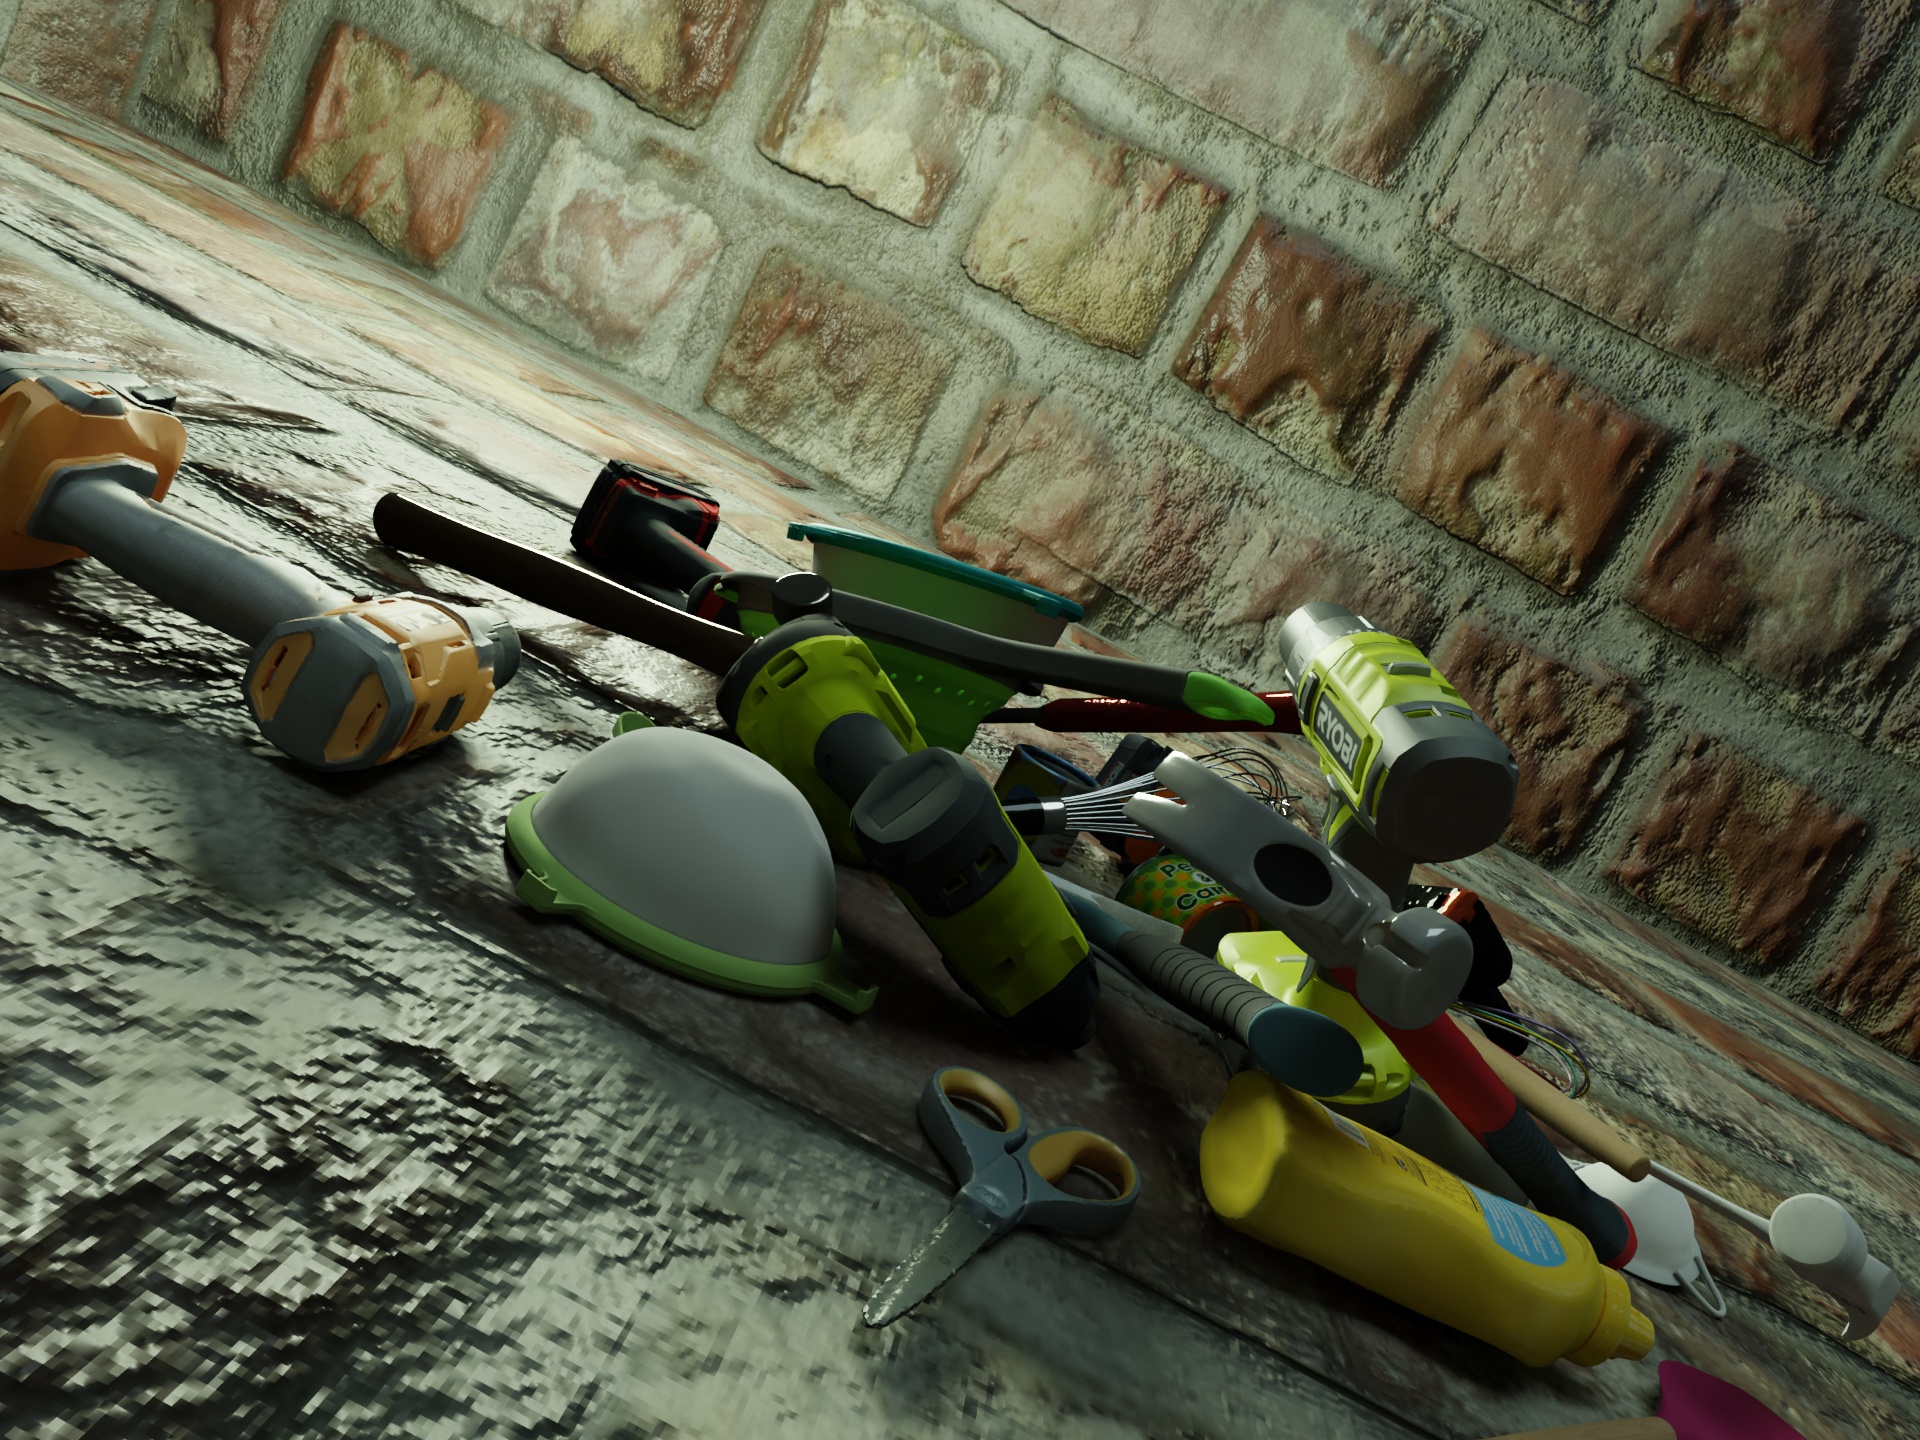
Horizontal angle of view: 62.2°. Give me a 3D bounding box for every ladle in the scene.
[{"bbox_3d":[0.242,0.139,0.836,0.078,0.062,0.320,32,3,-30],"label":"ladle"}]

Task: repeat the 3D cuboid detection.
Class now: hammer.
[{"bbox_3d":[0.089,-0.002,1.052,0.359,0.037,0.149,-1,-6,34],"label":"hammer"},{"bbox_3d":[-0.208,-0.067,0.908,0.331,0.130,0.031,21,44,24],"label":"hammer"},{"bbox_3d":[0.294,0.201,0.855,0.143,0.035,0.406,41,-9,-37],"label":"hammer"},{"bbox_3d":[0.090,0.113,0.756,0.128,0.033,0.331,25,-2,-16],"label":"hammer"},{"bbox_3d":[0.200,0.144,0.664,0.143,0.038,0.385,37,-6,47],"label":"hammer"}]

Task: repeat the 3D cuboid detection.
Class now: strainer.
[{"bbox_3d":[-0.014,-0.067,1.216,0.211,0.095,0.340,17,1,8],"label":"strainer"},{"bbox_3d":[-0.120,0.027,0.703,0.151,0.069,0.257,23,12,-25],"label":"strainer"},{"bbox_3d":[0.323,0.236,0.908,0.086,0.050,0.259,-6,29,-43],"label":"strainer"}]

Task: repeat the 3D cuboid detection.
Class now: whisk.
[{"bbox_3d":[0.080,0.055,0.953,0.284,0.070,0.070,-2,22,-24],"label":"whisk"},{"bbox_3d":[0.320,0.201,1.117,0.245,0.051,0.047,27,-15,20],"label":"whisk"}]

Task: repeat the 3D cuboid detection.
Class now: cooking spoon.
[{"bbox_3d":[0.253,0.273,0.601,0.318,0.017,0.069,19,12,-43],"label":"cooking spoon"}]

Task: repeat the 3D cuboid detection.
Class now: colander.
[{"bbox_3d":[-0.001,-0.003,0.899,0.397,0.094,0.204,13,-5,45],"label":"colander"}]

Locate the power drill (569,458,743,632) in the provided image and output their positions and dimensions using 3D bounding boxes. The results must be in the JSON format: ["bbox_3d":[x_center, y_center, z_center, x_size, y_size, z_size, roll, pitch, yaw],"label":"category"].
[{"bbox_3d":[-0.176,-0.106,1.237,0.227,0.080,0.187,38,14,34],"label":"power drill"}]

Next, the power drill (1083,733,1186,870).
[{"bbox_3d":[0.191,0.102,1.076,0.227,0.084,0.164,34,-1,23],"label":"power drill"}]

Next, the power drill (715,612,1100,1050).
[{"bbox_3d":[-0.021,0.052,0.744,0.223,0.080,0.171,43,-11,52],"label":"power drill"}]

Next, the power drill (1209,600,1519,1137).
[{"bbox_3d":[0.181,0.066,0.767,0.080,0.228,0.191,3,25,-9],"label":"power drill"}]

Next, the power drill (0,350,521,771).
[{"bbox_3d":[-0.299,-0.064,0.675,0.226,0.084,0.185,32,9,-1],"label":"power drill"}]
